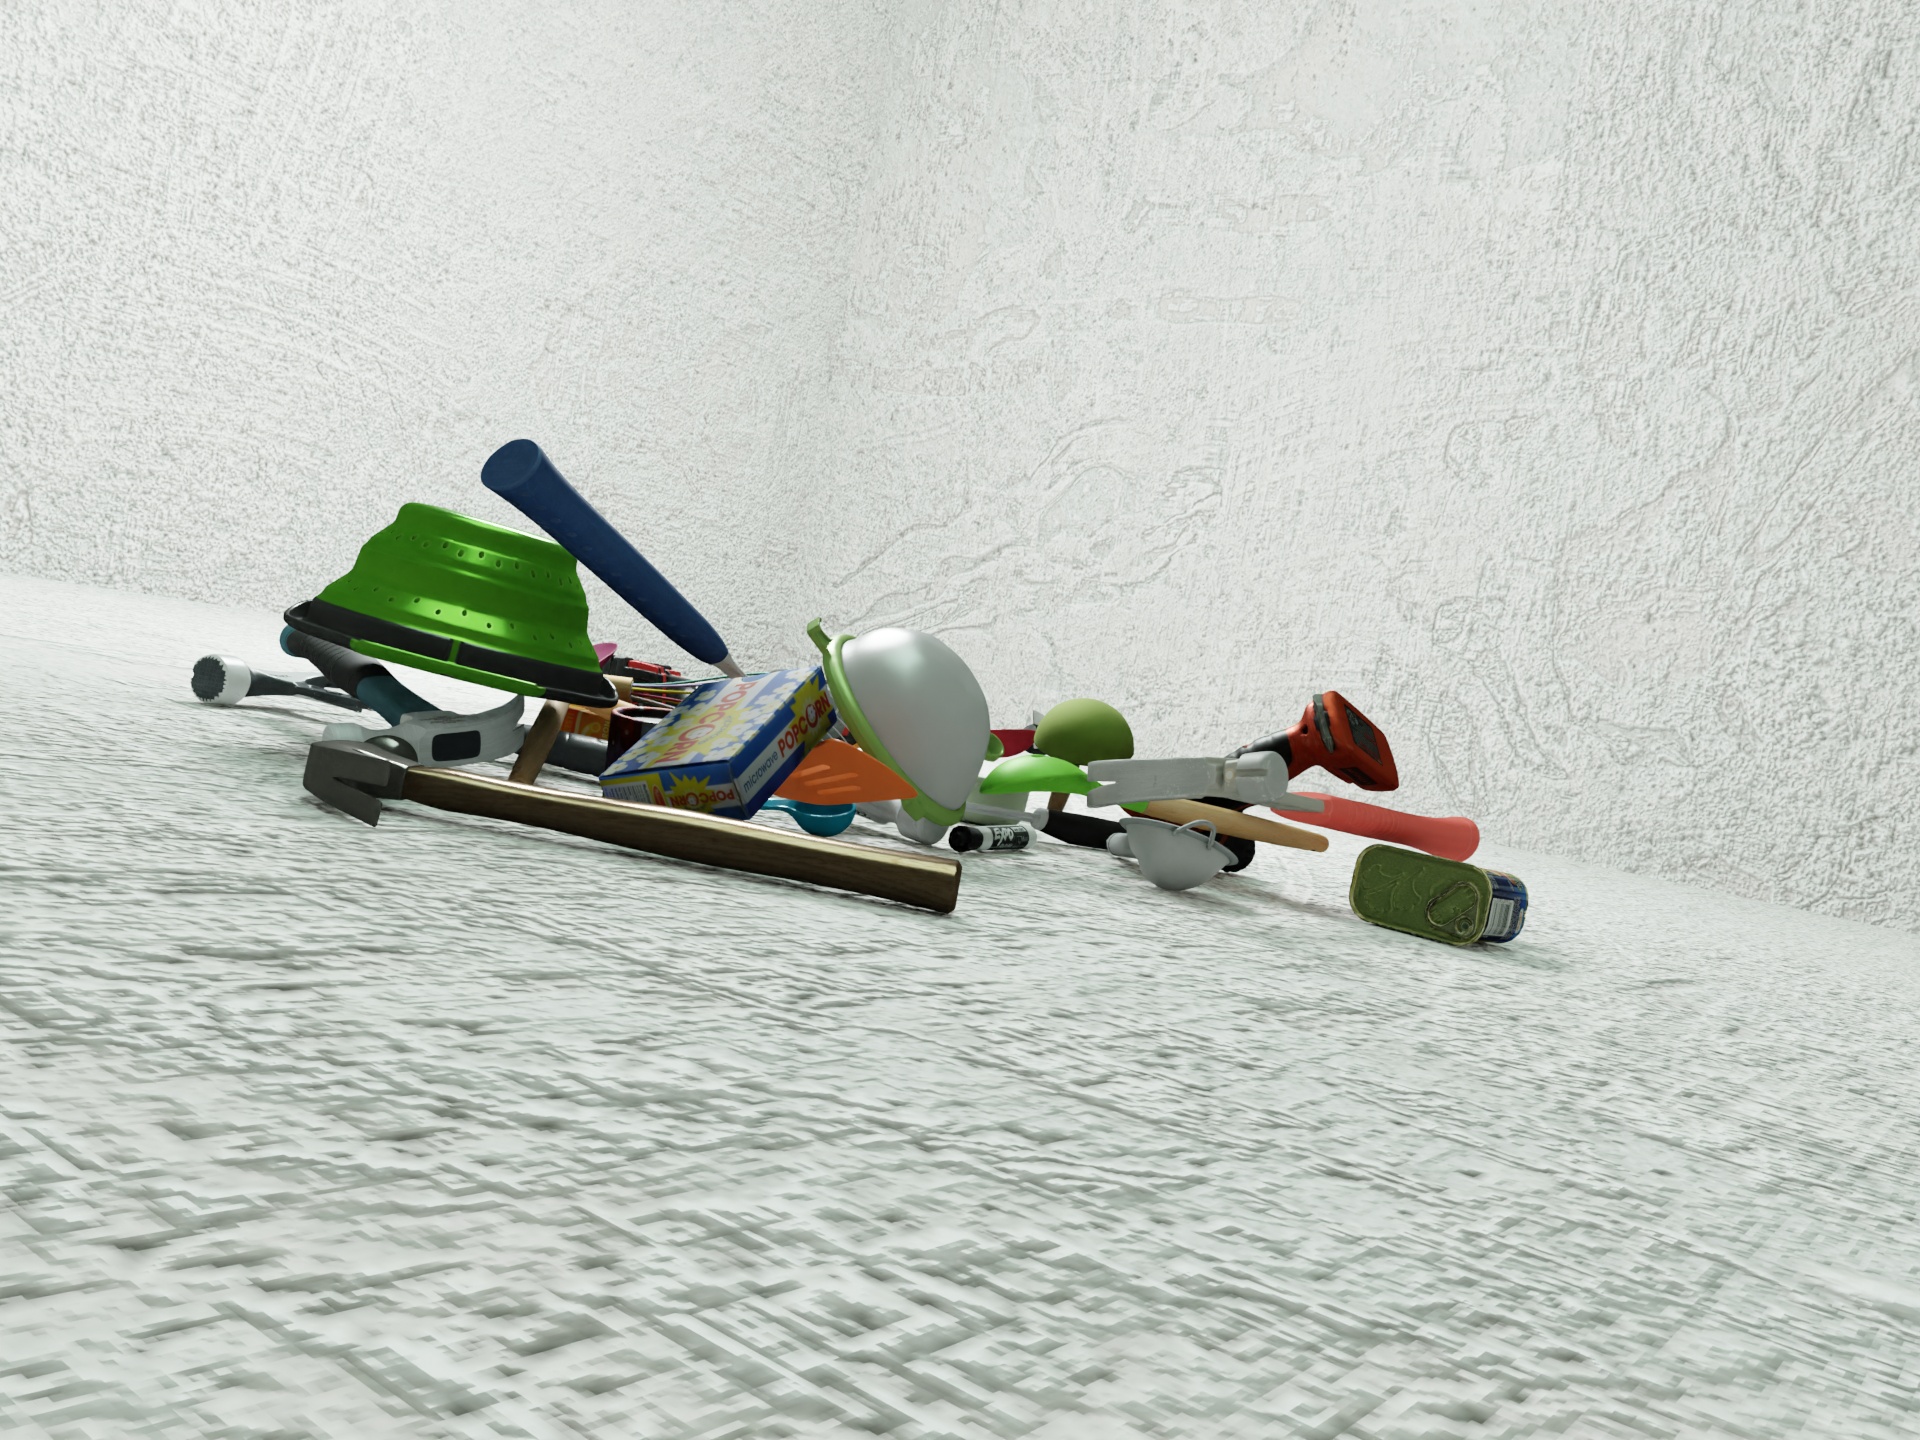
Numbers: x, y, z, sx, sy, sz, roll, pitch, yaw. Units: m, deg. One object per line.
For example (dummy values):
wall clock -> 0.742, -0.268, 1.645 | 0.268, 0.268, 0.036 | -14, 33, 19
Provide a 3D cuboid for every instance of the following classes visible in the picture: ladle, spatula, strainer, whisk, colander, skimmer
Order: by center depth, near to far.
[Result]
spatula -> -0.162, 0.010, 1.050 | 0.323, 0.041, 0.080 | 18, -14, 44
colander -> -0.325, -0.085, 1.068 | 0.204, 0.094, 0.397 | 15, 1, -16
strainer -> -0.002, -0.004, 1.110 | 0.069, 0.152, 0.256 | -34, -17, 15
strainer -> 0.140, 0.096, 1.167 | 0.087, 0.050, 0.258 | 22, -5, -5
skimmer -> 0.012, 0.040, 1.270 | 0.363, 0.090, 0.127 | 12, -19, -24
whisk -> -0.242, -0.023, 1.275 | 0.245, 0.051, 0.047 | 7, 7, -5
ladle -> 0.091, 0.051, 1.347 | 0.078, 0.062, 0.320 | 6, -18, 0
ladle -> -0.027, -0.008, 1.391 | 0.069, 0.031, 0.316 | 3, 10, -29

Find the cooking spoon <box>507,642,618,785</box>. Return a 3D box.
cooking spoon -> -0.277, -0.008, 1.086 | 0.069, 0.017, 0.319 | -17, 18, -1

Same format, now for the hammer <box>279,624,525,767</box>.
hammer -> -0.382, -0.023, 1.029 | 0.128, 0.033, 0.331 | -4, 16, -35

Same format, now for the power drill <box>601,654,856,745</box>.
power drill -> -0.201, -0.010, 1.393 | 0.220, 0.078, 0.143 | 4, -2, 12

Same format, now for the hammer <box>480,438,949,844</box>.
hammer -> -0.154, -0.037, 0.999 | 0.144, 0.035, 0.405 | 15, -21, 37

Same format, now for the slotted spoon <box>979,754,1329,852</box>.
slotted spoon -> 0.150, 0.064, 1.155 | 0.313, 0.031, 0.070 | 14, -19, -30

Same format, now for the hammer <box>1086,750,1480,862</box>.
hammer -> 0.256, 0.066, 1.136 | 0.358, 0.037, 0.149 | 13, -13, -43

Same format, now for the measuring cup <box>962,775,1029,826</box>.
measuring cup -> -0.024, 0.061, 1.361 | 0.167, 0.038, 0.083 | 9, 1, 14

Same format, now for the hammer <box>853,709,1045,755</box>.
hammer -> -0.082, 0.015, 1.477 | 0.337, 0.034, 0.127 | -1, -5, 6

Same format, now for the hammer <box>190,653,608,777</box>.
hammer -> -0.336, 0.009, 1.133 | 0.409, 0.036, 0.149 | 12, 2, 18

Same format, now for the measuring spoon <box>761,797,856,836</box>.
measuring spoon -> -0.131, 0.063, 1.030 | 0.128, 0.021, 0.042 | 2, 16, 4

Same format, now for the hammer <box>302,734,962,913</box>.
hammer -> -0.163, 0.053, 0.797 | 0.331, 0.031, 0.130 | 11, 1, 0
